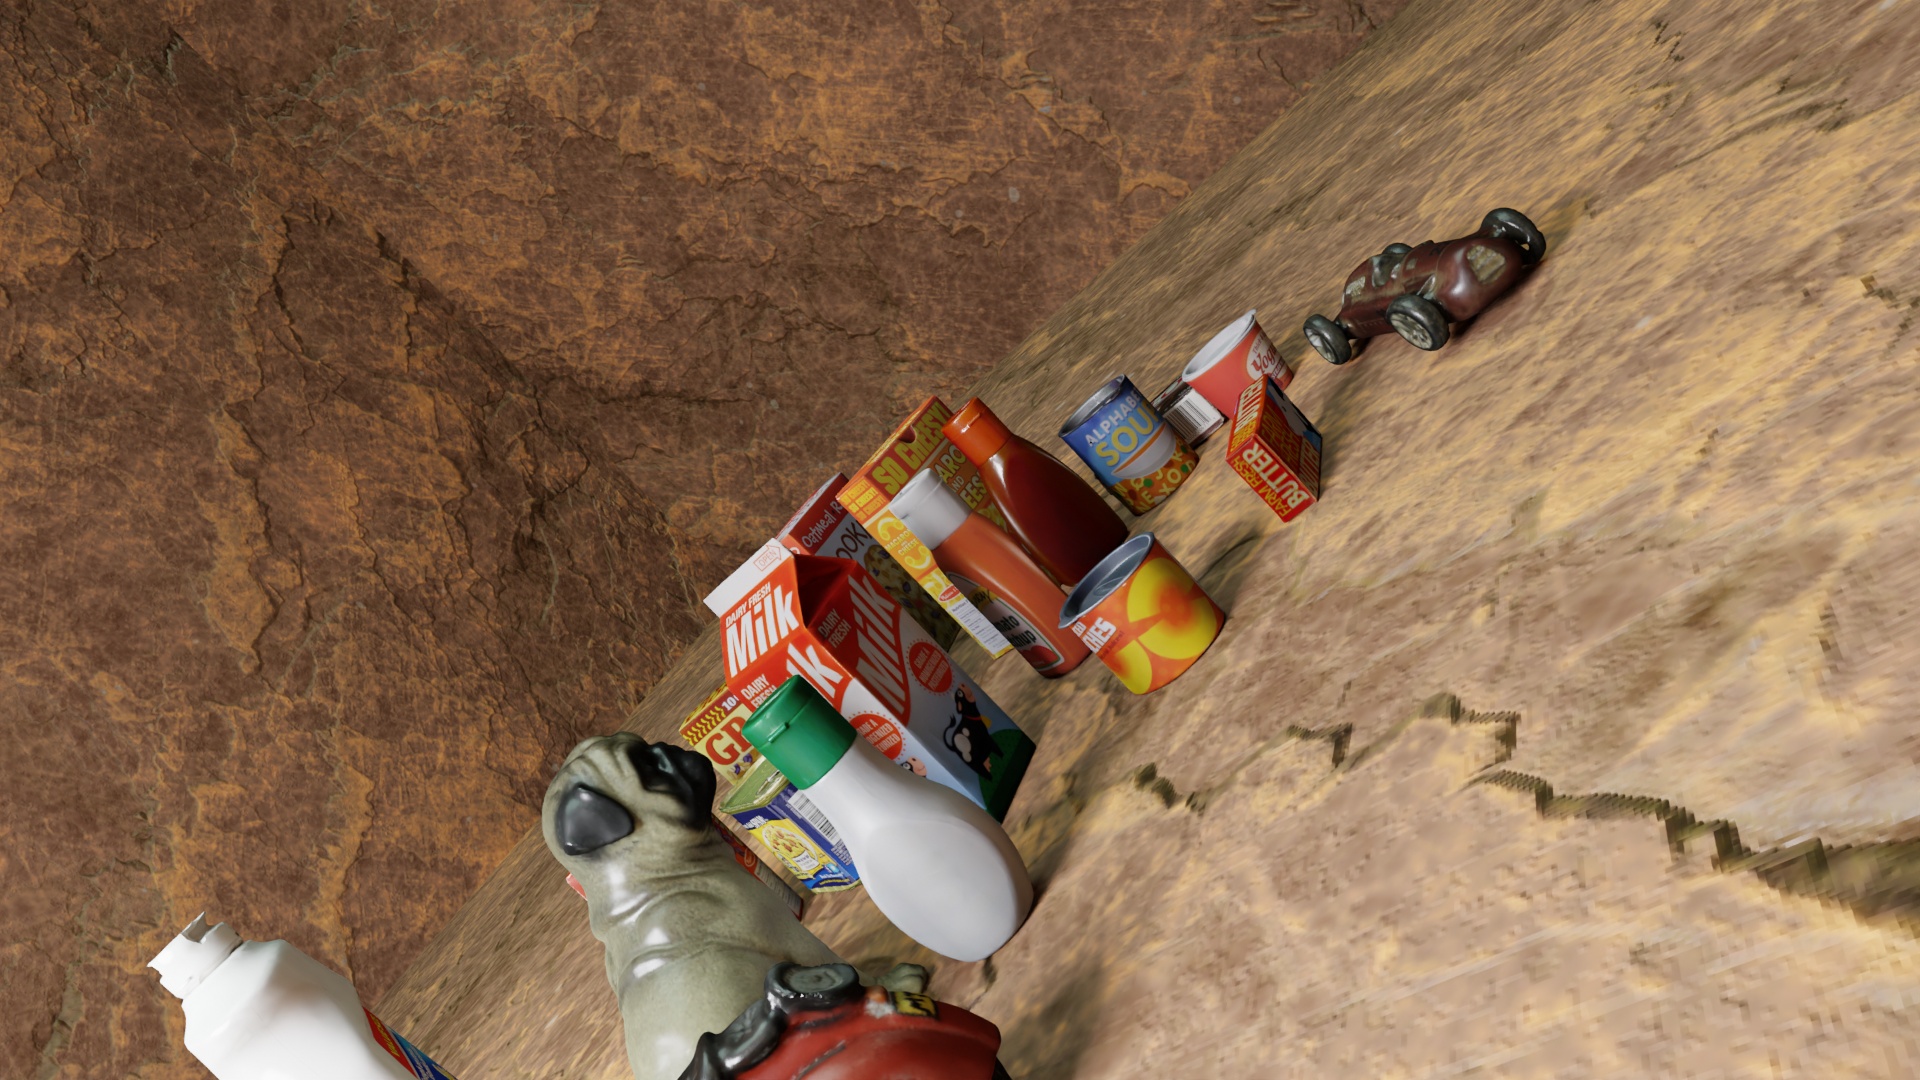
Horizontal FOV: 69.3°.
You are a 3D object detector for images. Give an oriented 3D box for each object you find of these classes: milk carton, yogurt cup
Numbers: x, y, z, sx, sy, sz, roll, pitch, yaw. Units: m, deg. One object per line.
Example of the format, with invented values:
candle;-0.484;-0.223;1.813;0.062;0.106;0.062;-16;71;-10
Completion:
milk carton;-0.055;0.083;0.761;0.072;0.190;0.074;-39;10;33
yogurt cup;0.203;-0.122;1.006;0.072;0.054;0.072;-43;9;8

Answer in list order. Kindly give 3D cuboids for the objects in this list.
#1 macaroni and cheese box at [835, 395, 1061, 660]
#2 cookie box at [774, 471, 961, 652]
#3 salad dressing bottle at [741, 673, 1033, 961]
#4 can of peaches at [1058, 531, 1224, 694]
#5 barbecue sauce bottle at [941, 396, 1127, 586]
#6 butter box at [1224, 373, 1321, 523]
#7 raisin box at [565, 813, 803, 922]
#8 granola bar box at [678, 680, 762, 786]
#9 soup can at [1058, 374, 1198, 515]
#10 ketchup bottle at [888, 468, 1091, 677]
macaroni and cheese box;0.004;-0.013;1.027;0.040;0.166;0.124;-37;11;41
cookie box;-0.076;0.035;1.159;0.040;0.167;0.123;-40;10;29
salad dressing bottle;-0.033;0.122;0.618;0.064;0.147;0.044;-43;8;11
can of peaches;0.094;0.040;0.726;0.071;0.058;0.071;-43;9;8
barbecue sauce bottle;0.050;-0.038;0.997;0.065;0.148;0.043;-46;9;-12
butter box;0.180;-0.054;0.793;0.024;0.053;0.104;-40;10;28
raisin box;-0.172;0.220;0.876;0.086;0.123;0.040;-44;8;2
granola bar box;-0.101;0.124;0.997;0.165;0.124;0.039;-42;9;16
soup can;0.125;-0.070;1.019;0.071;0.083;0.071;-43;9;8
ketchup bottle;0.020;0.019;0.860;0.044;0.148;0.064;-48;9;-22
